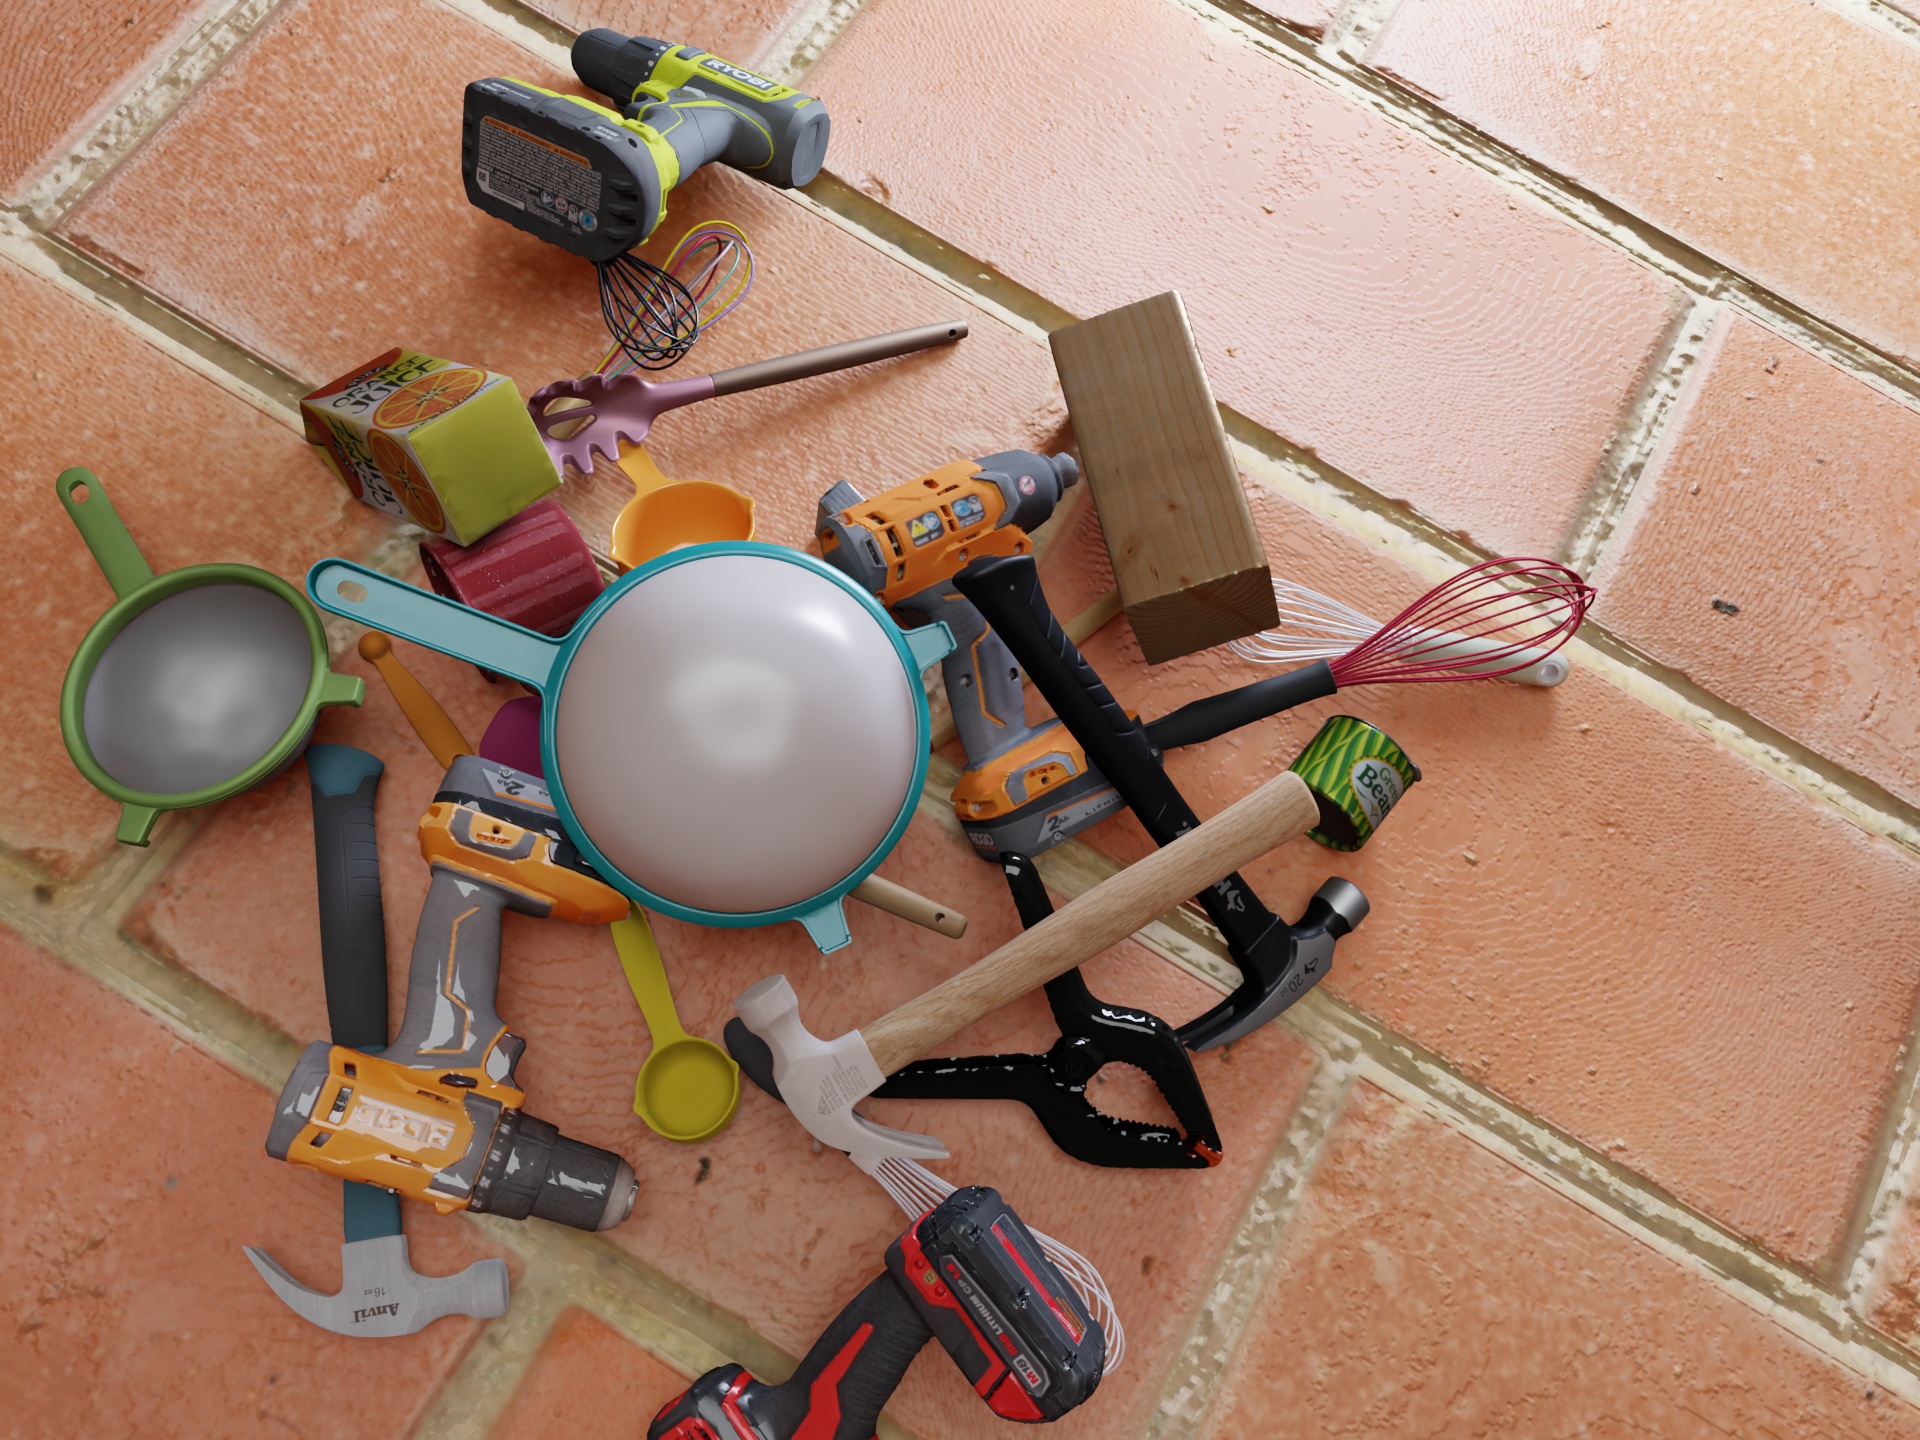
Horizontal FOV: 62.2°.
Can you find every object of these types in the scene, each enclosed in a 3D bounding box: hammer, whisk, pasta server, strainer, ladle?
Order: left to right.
[{"bbox_3d":[-0.456,-0.047,0.930,0.151,0.069,0.256,-36,68,-11],"label":"strainer"},{"bbox_3d":[-0.332,0.169,0.883,0.128,0.033,0.331,-7,72,-12],"label":"hammer"},{"bbox_3d":[-0.231,-0.300,1.027,0.055,0.055,0.239,-27,54,-16],"label":"whisk"},{"bbox_3d":[-0.224,-0.239,1.038,0.051,0.047,0.245,33,72,23],"label":"whisk"},{"bbox_3d":[-0.171,-0.017,0.815,0.340,0.095,0.211,21,84,-11],"label":"strainer"},{"bbox_3d":[-0.134,-0.221,1.033,0.316,0.060,0.040,-18,30,-21],"label":"pasta server"},{"bbox_3d":[-0.026,0.262,0.884,0.285,0.070,0.070,39,70,12],"label":"whisk"},{"bbox_3d":[-0.002,-0.003,0.993,0.315,0.031,0.069,-36,89,-20],"label":"ladle"},{"bbox_3d":[0.052,0.125,0.866,0.331,0.031,0.130,-29,99,-8],"label":"hammer"},{"bbox_3d":[0.102,0.042,0.909,0.146,0.035,0.334,-43,109,-16],"label":"hammer"},{"bbox_3d":[0.249,-0.034,0.988,0.296,0.073,0.073,-19,73,7],"label":"whisk"},{"bbox_3d":[0.284,-0.052,1.043,0.246,0.059,0.057,9,113,-9],"label":"whisk"}]

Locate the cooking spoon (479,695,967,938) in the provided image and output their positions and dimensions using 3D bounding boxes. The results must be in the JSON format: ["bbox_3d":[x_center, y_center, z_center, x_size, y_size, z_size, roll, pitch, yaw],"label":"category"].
[{"bbox_3d":[-0.141,0.060,0.923,0.319,0.017,0.069,22,73,15],"label":"cooking spoon"}]

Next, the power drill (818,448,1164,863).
[{"bbox_3d":[0.034,-0.047,0.949,0.164,0.084,0.226,-27,96,-19],"label":"power drill"}]

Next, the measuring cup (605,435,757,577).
[{"bbox_3d":[-0.189,-0.127,1.005,0.095,0.052,0.174,-25,51,-18],"label":"measuring cup"}]

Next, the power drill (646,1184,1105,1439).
[{"bbox_3d":[-0.040,0.353,0.805,0.219,0.078,0.143,-40,78,6],"label":"power drill"}]

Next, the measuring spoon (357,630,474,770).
[{"bbox_3d":[-0.326,-0.009,0.957,0.021,0.011,0.117,-36,79,-18],"label":"measuring spoon"}]

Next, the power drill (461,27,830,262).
[{"bbox_3d":[-0.217,-0.387,1.035,0.190,0.080,0.228,26,40,11],"label":"power drill"}]

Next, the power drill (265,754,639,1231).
[{"bbox_3d":[-0.238,0.153,0.856,0.185,0.084,0.226,21,63,-11],"label":"power drill"}]

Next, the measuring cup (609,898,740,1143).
[{"bbox_3d":[-0.171,0.169,0.914,0.062,0.029,0.157,-22,63,-8],"label":"measuring cup"}]
